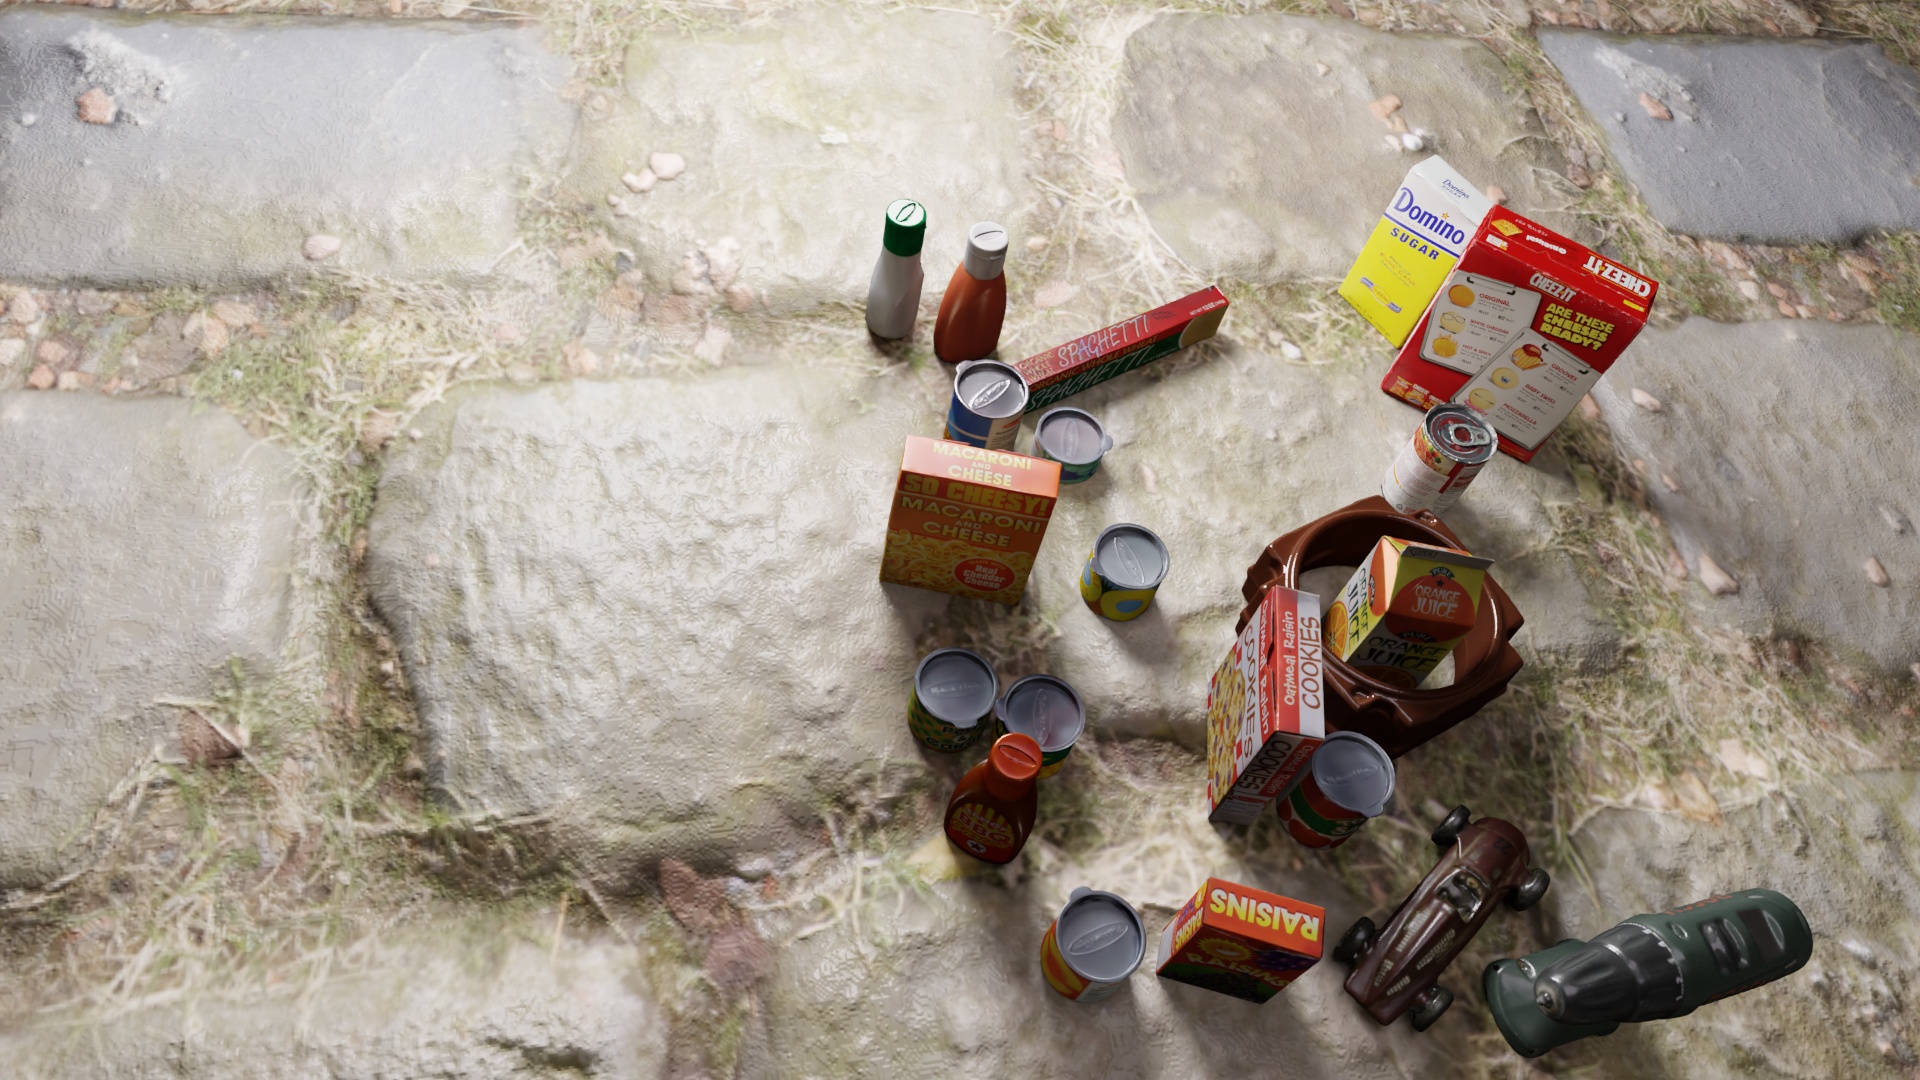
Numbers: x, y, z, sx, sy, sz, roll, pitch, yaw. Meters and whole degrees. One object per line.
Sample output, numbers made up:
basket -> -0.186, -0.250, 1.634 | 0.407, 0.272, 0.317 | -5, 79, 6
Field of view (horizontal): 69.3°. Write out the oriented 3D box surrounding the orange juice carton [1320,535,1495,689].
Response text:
orange juice carton -> 0.356, 0.060, 1.125 | 0.072, 0.191, 0.073 | 11, 56, -3

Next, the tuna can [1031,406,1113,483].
tuna can -> 0.102, -0.086, 1.271 | 0.071, 0.032, 0.071 | 5, 56, -7

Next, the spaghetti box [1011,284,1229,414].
spaghetti box -> 0.150, -0.183, 1.333 | 0.251, 0.050, 0.029 | -24, 65, -24

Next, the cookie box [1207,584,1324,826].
cookie box -> 0.231, 0.130, 1.072 | 0.040, 0.166, 0.123 | 10, 56, -4

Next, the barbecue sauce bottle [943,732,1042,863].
barbecue sauce bottle -> 0.028, 0.186, 1.009 | 0.065, 0.147, 0.044 | 26, 57, 7

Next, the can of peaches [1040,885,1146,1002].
can of peaches -> 0.094, 0.292, 1.006 | 0.071, 0.057, 0.071 | 5, 57, -7

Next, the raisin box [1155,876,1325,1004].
raisin box -> 0.197, 0.287, 0.989 | 0.086, 0.122, 0.040 | 16, 56, 1

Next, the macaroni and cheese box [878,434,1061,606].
macaroni and cheese box -> 0.004, -0.014, 1.125 | 0.124, 0.165, 0.040 | 10, 56, -4

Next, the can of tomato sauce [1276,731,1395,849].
can of tomato sauce -> 0.294, 0.199, 1.089 | 0.071, 0.082, 0.071 | 5, 57, -7

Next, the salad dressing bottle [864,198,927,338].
salad dressing bottle -> -0.057, -0.249, 1.280 | 0.044, 0.146, 0.064 | 31, 57, 10

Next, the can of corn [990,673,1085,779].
can of corn -> 0.057, 0.147, 1.094 | 0.071, 0.058, 0.071 | 5, 57, -7

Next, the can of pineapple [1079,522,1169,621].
can of pineapple -> 0.138, 0.028, 1.188 | 0.071, 0.057, 0.071 | 5, 57, -7

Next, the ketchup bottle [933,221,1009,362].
ketchup bottle -> 0.015, -0.227, 1.278 | 0.065, 0.148, 0.044 | -18, 62, -20

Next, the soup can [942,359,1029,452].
soup can -> 0.020, -0.112, 1.242 | 0.071, 0.083, 0.072 | 5, 57, -7

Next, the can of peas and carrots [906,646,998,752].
can of peas and carrots -> -0.006, 0.128, 1.095 | 0.071, 0.058, 0.071 | 5, 57, -7
